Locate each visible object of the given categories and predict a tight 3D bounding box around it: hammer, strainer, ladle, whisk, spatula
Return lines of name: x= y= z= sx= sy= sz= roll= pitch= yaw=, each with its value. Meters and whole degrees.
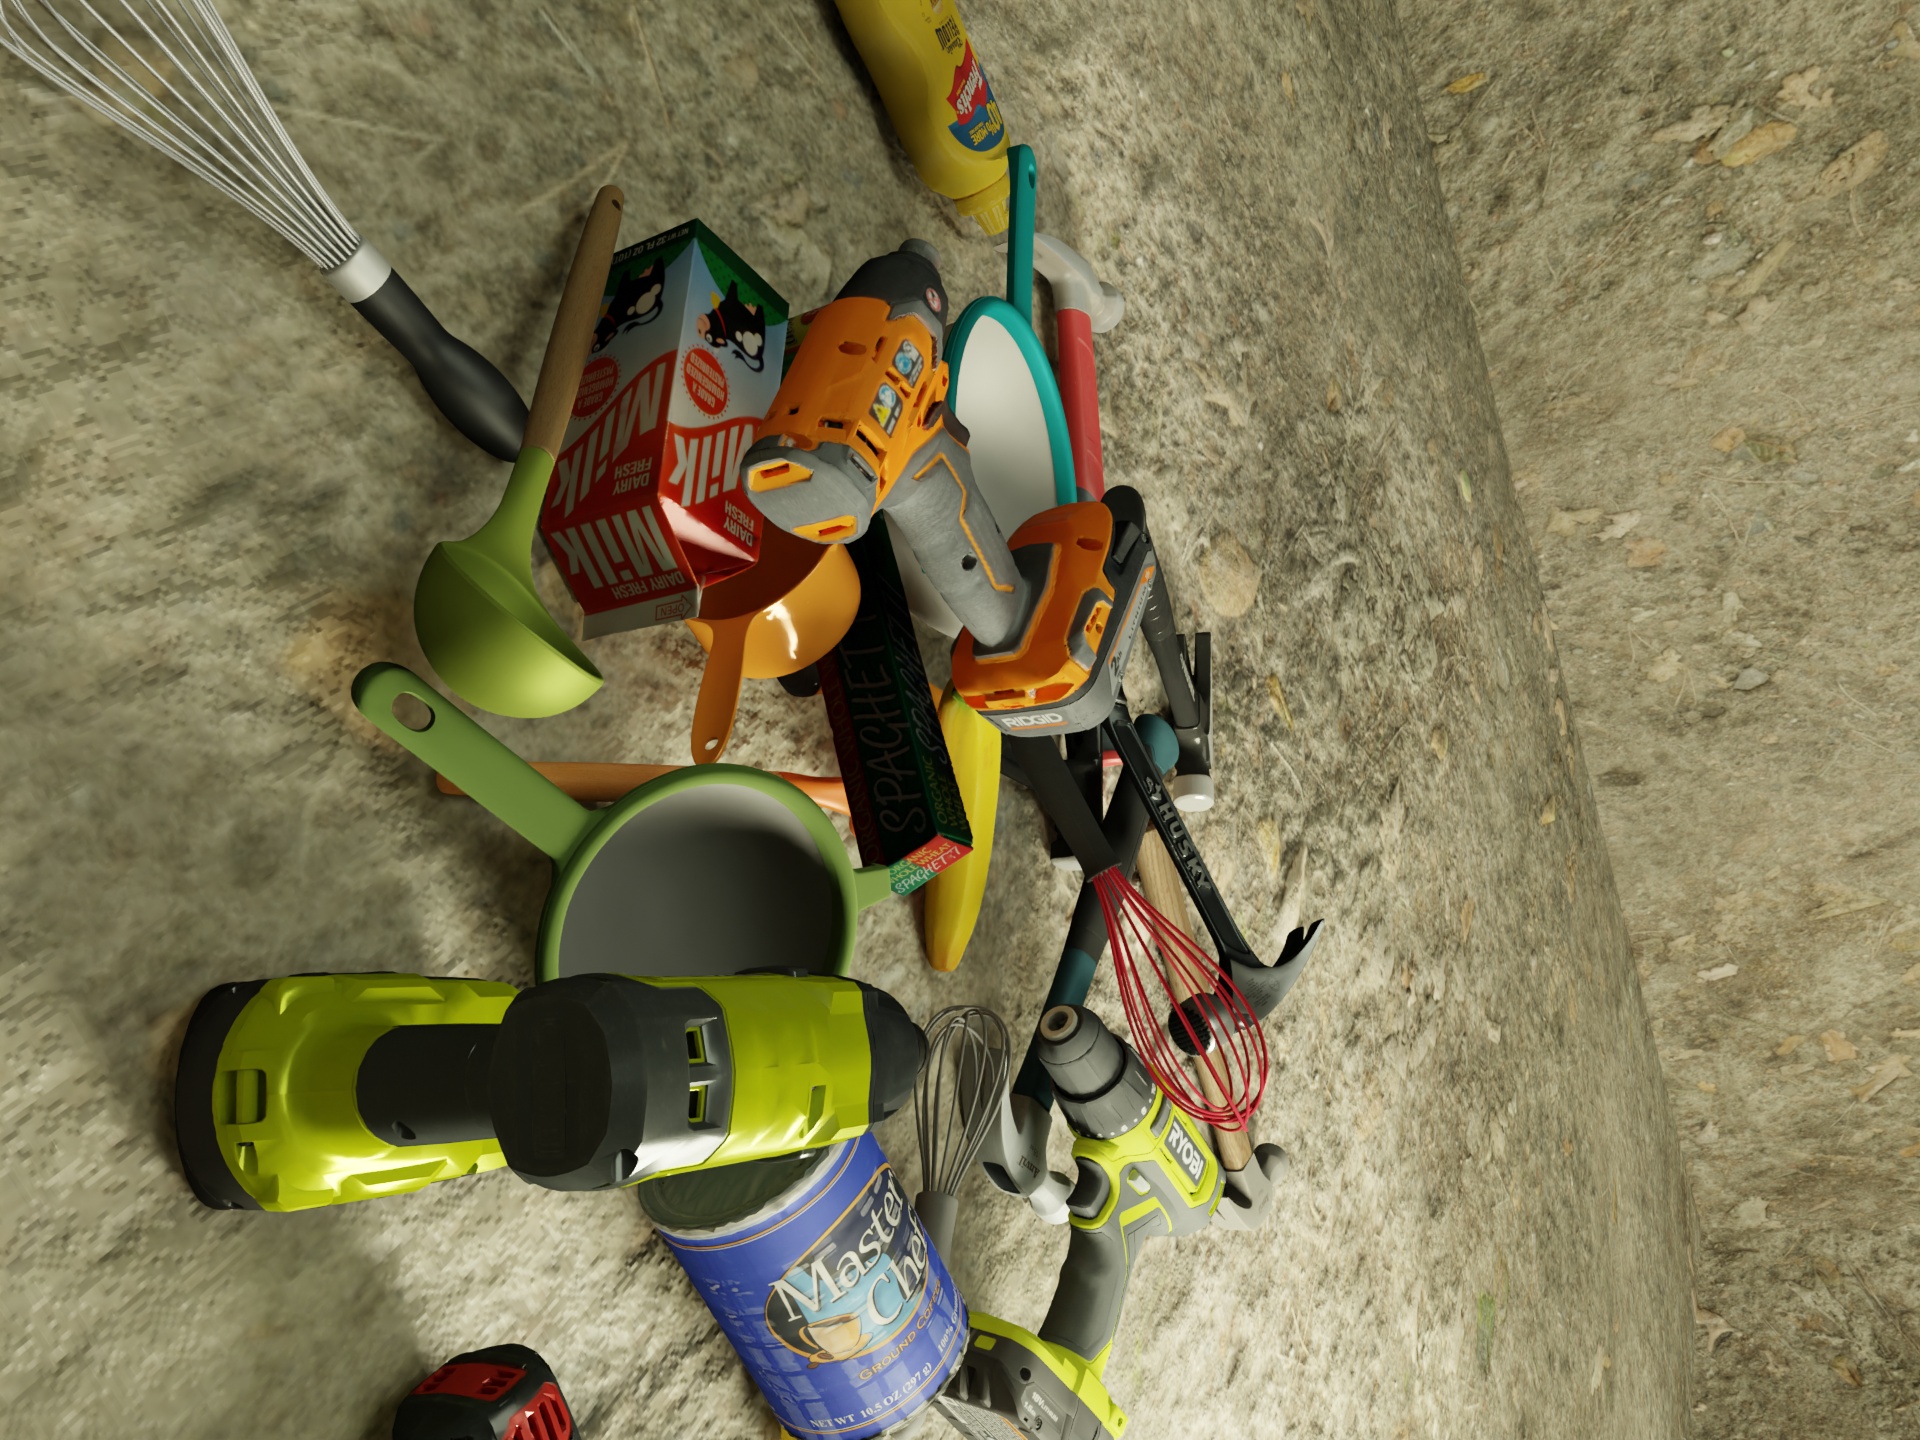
hammer: x=0.081 y=0.141 z=1.021 sx=0.128 sy=0.033 sz=0.331 roll=49 pitch=52 yaw=-40
hammer: x=-0.002 y=-0.003 z=0.970 sx=0.336 sy=0.034 sz=0.127 roll=27 pitch=59 yaw=-53
strainer: x=-0.003 y=-0.196 z=0.959 sx=0.210 sy=0.095 sz=0.341 roll=40 pitch=49 yaw=-60
ladle: x=-0.163 y=-0.132 z=0.663 sx=0.078 sy=0.062 sz=0.320 roll=44 pitch=36 yaw=-40
whisk: x=0.094 y=0.106 z=0.935 sx=0.073 sy=0.073 sz=0.296 roll=-6 pitch=63 yaw=-59
strainer: x=-0.156 y=0.057 z=0.668 sx=0.256 sy=0.069 sz=0.151 roll=45 pitch=71 yaw=-31
hammer: x=0.181 y=0.233 z=1.206 sx=0.130 sy=0.031 sz=0.331 roll=-33 pitch=109 yaw=-58
hammer: x=0.146 y=-0.065 z=1.149 sx=0.334 sy=0.035 sz=0.146 roll=58 pitch=31 yaw=-59
whisk: x=-0.010 y=0.259 z=0.850 sx=0.055 sy=0.055 sz=0.239 roll=50 pitch=39 yaw=-40
spatula: x=-0.113 y=0.028 z=0.771 sx=0.322 sy=0.041 sz=0.081 roll=5 pitch=112 yaw=-51
hammer: x=0.085 y=-0.159 z=1.156 sx=0.143 sy=0.038 sz=0.386 roll=13 pitch=70 yaw=-56
hammer: x=0.108 y=0.004 z=1.034 sx=0.149 sy=0.036 sz=0.409 roll=-20 pitch=82 yaw=-42
whisk: x=-0.250 y=-0.195 z=0.599 sx=0.284 sy=0.070 sz=0.070 roll=51 pitch=41 yaw=-46

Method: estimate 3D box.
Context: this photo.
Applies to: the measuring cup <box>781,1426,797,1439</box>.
measuring cup: x=-0.057 y=0.313 z=0.804 sx=0.157 sy=0.029 sz=0.062 roll=-75 pitch=150 yaw=-55

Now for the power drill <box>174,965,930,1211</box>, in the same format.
power drill: x=-0.133 y=0.119 z=0.532 sx=0.171 sy=0.223 sz=0.080 roll=13 pitch=71 yaw=-57

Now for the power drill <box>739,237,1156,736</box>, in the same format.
power drill: x=0.004 y=-0.113 z=0.770 sx=0.226 sy=0.084 sz=0.164 roll=44 pitch=53 yaw=-37

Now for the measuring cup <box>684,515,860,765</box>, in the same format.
measuring cup: x=-0.096 y=-0.031 z=0.756 sx=0.052 sy=0.095 sz=0.174 roll=61 pitch=25 yaw=-43

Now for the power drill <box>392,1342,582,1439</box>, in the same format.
power drill: x=-0.189 y=0.348 z=0.523 sx=0.227 sy=0.080 sz=0.188 roll=-33 pitch=110 yaw=-60

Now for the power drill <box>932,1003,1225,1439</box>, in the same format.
power drill: x=0.064 y=0.294 z=0.909 sx=0.190 sy=0.080 sz=0.229 roll=57 pitch=48 yaw=-34
